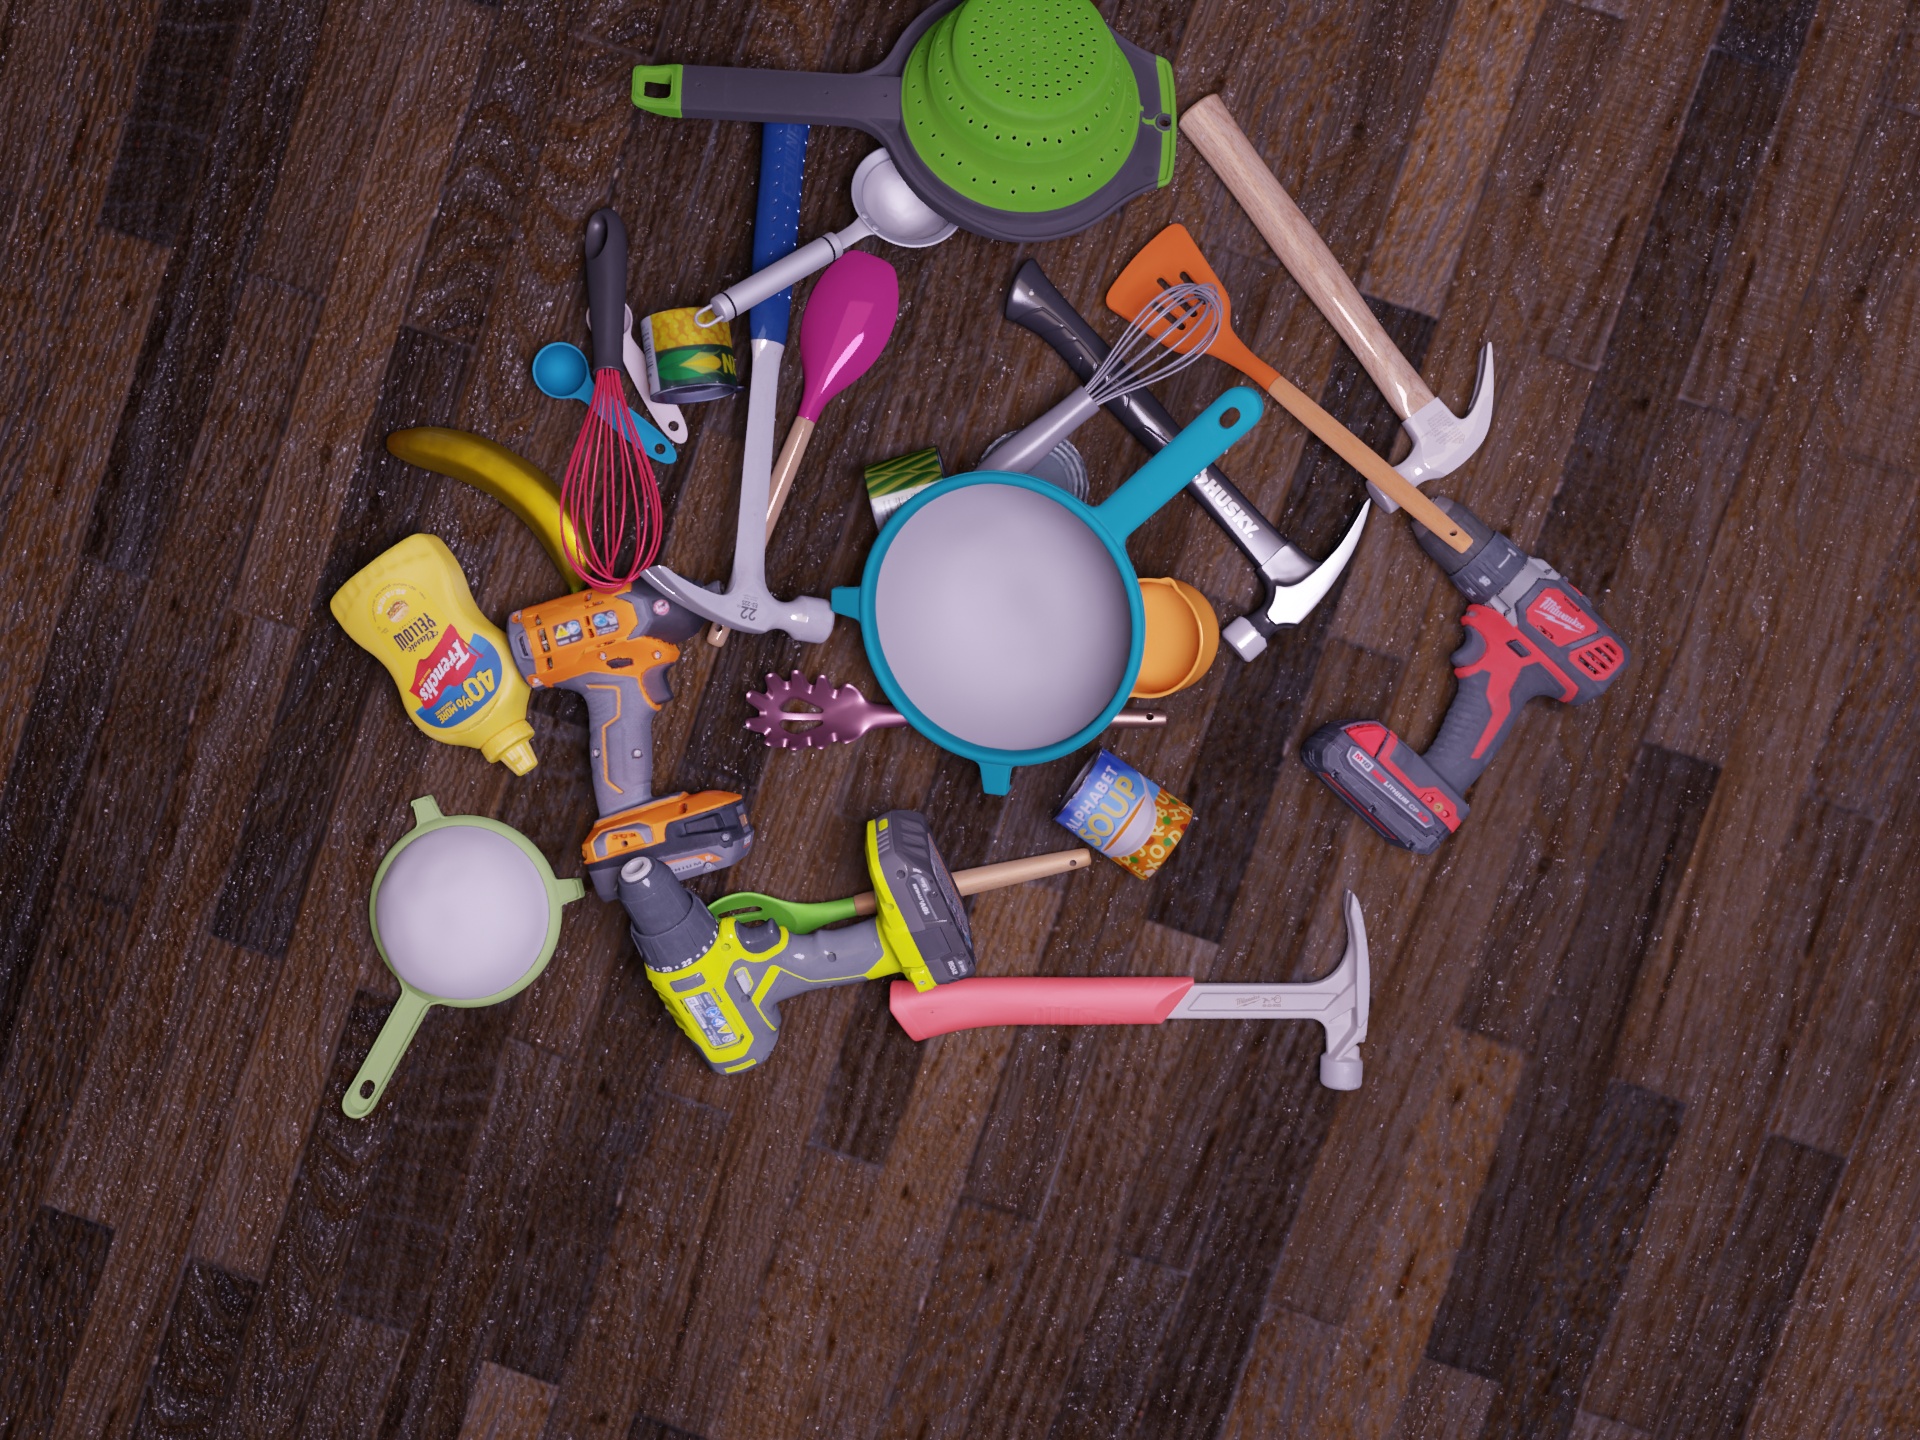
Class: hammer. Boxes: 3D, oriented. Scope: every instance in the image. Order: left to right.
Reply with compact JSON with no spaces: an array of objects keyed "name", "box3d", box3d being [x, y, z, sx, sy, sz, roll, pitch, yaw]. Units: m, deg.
[{"name":"hammer","box3d":[-0.146,-0.266,1.158,0.144,0.035,0.405,8,82,-34]},{"name":"hammer","box3d":[0.126,0.203,1.203,0.359,0.037,0.149,0,92,2]},{"name":"hammer","box3d":[0.157,-0.214,1.187,0.146,0.035,0.335,-42,90,4]},{"name":"hammer","box3d":[0.274,-0.324,1.179,0.130,0.031,0.331,-36,90,4]}]

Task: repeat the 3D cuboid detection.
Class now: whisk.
[{"name":"whisk","box3d":[-0.257,-0.237,1.168,0.073,0.073,0.296,-4,81,2]},{"name":"whisk","box3d":[0.093,-0.232,1.151,0.239,0.055,0.055,-38,90,8]}]

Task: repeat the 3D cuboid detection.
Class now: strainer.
[{"name":"strainer","box3d":[-0.411,0.195,1.208,0.151,0.069,0.256,29,92,1]},{"name":"strainer","box3d":[-0.089,-0.347,1.155,0.258,0.050,0.087,-37,83,-23]},{"name":"strainer","box3d":[0.084,-0.117,1.116,0.340,0.095,0.211,-41,89,26]}]

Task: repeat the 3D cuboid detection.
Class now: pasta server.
[{"name":"pasta server","box3d":[-0.002,-0.004,1.200,0.316,0.040,0.060,1,81,1]}]

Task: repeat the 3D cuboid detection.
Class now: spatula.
[{"name":"spatula","box3d":[0.247,-0.233,1.161,0.323,0.041,0.081,44,94,14]}]

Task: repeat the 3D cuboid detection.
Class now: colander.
[{"name":"colander","box3d":[-0.035,-0.456,1.122,0.397,0.094,0.204,2,78,-4]}]

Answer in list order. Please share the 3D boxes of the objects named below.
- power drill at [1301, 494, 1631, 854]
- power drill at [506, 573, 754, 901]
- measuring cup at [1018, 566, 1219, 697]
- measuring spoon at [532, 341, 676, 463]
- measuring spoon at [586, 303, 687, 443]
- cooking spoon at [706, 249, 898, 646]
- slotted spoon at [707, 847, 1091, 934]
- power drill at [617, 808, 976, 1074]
[{"name":"power drill","box3d":[0.352,-0.034,1.167,0.188,0.080,0.226,43,90,0]},{"name":"power drill","box3d":[-0.228,0.005,1.185,0.164,0.084,0.226,-17,91,3]},{"name":"measuring cup","box3d":[0.114,-0.081,1.191,0.174,0.052,0.095,30,110,26]},{"name":"measuring spoon","box3d":[-0.269,-0.239,1.216,0.128,0.021,0.042,38,91,-9]},{"name":"measuring spoon","box3d":[-0.245,-0.265,1.214,0.034,0.018,0.124,-32,97,-16]},{"name":"cooking spoon","box3d":[-0.127,-0.204,1.207,0.069,0.017,0.319,23,93,3]},{"name":"slotted spoon","box3d":[-0.054,0.138,1.213,0.314,0.031,0.070,-13,109,1]},{"name":"power drill","box3d":[-0.120,0.149,1.150,0.228,0.080,0.190,-19,122,6]}]
